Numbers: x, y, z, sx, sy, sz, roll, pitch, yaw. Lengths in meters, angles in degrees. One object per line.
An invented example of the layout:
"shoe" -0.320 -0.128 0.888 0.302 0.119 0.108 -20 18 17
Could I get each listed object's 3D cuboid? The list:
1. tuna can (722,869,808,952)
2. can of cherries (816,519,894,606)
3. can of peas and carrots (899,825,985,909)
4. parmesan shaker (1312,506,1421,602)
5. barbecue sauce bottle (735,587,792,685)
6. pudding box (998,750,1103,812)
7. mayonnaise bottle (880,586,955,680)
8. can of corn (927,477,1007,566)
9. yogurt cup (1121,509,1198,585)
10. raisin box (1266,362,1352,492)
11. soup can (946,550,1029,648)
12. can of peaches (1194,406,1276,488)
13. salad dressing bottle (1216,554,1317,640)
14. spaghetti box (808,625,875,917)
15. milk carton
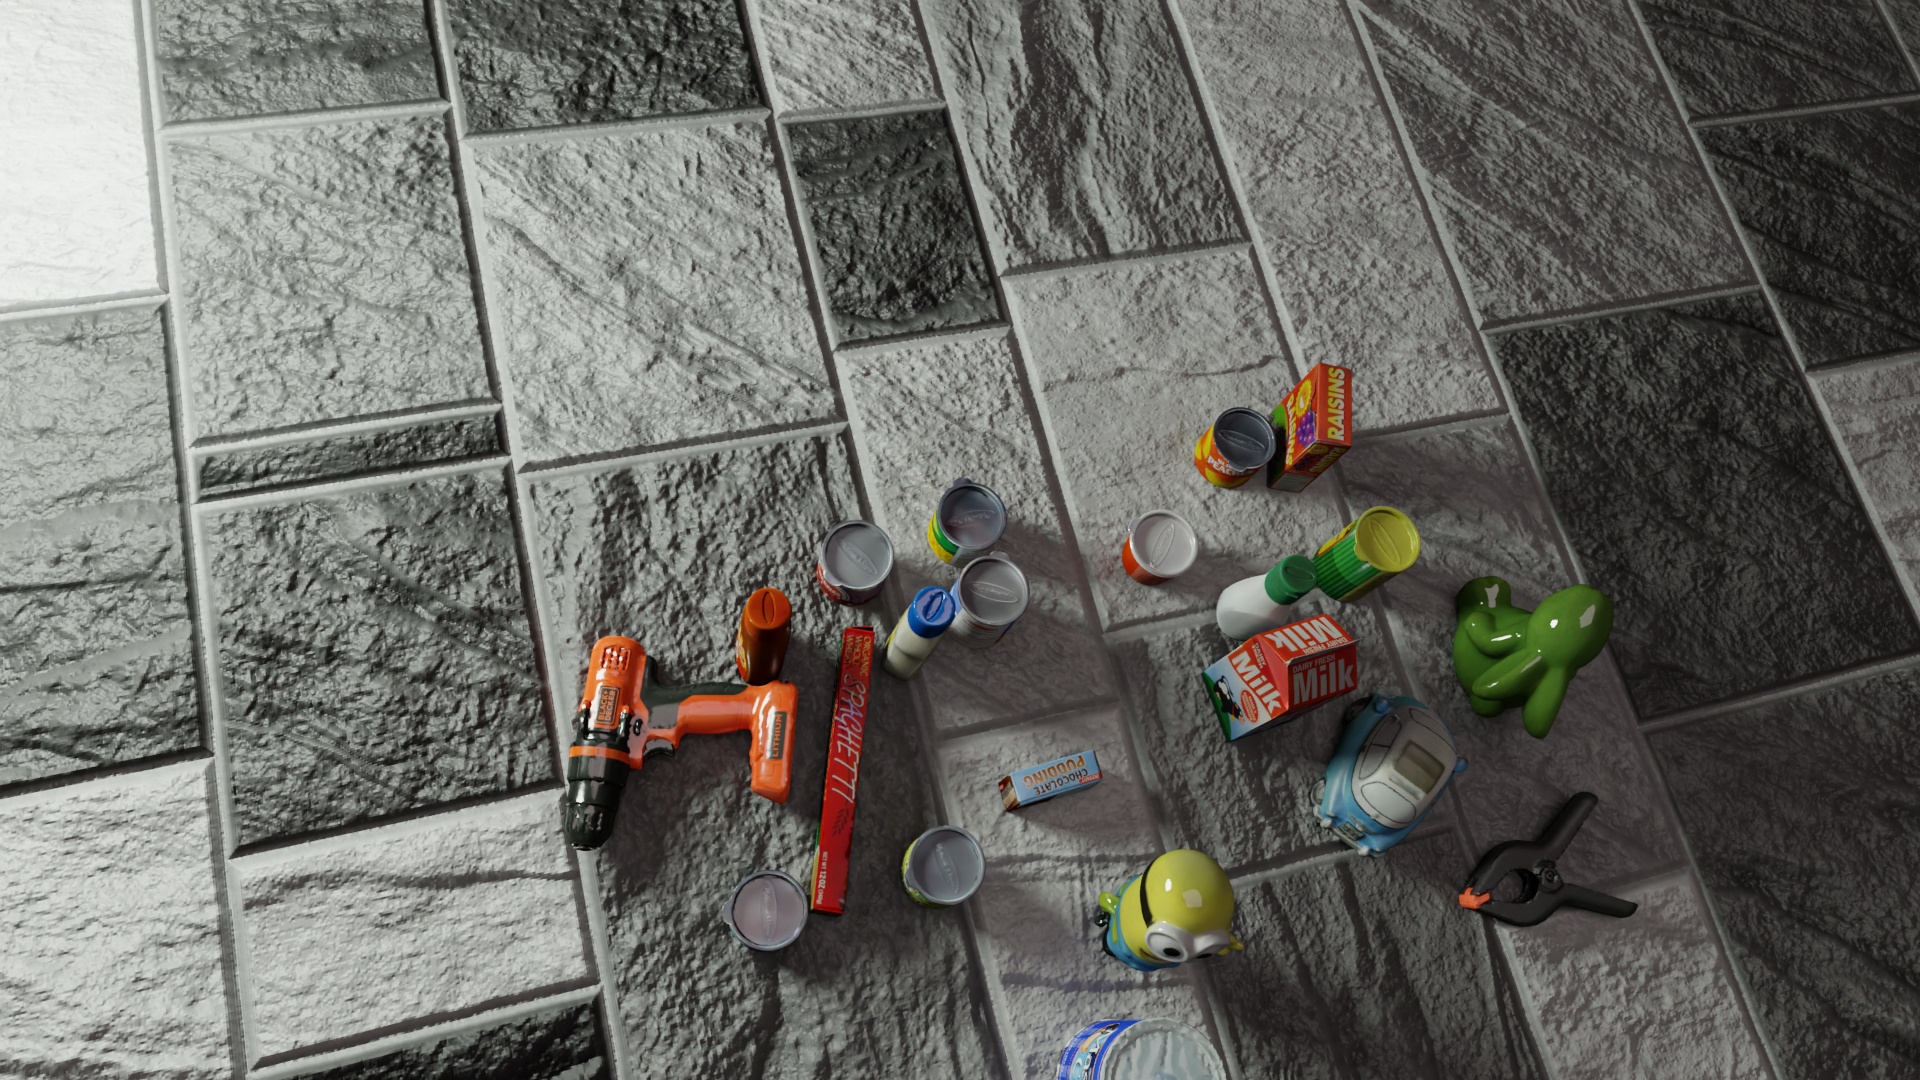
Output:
"tuna can" -0.165 0.312 1.169 0.071 0.032 0.071 4 70 -10
"can of cherries" -0.099 0.023 1.273 0.071 0.058 0.071 4 70 -10
"can of peas and carrots" -0.018 0.283 1.196 0.071 0.058 0.071 4 70 -10
"parmesan shaker" 0.391 0.016 1.353 0.071 0.102 0.071 4 70 -10
"barbecue sauce bottle" -0.168 0.079 1.190 0.044 0.148 0.065 -1 71 -12
"pudding box" 0.080 0.216 1.245 0.084 0.049 0.030 -13 74 -16
"mayonnaise bottle" -0.035 0.077 1.218 0.041 0.147 0.065 29 68 0
"can of corn" 0.005 -0.016 1.309 0.071 0.058 0.071 4 70 -10
"yogurt cup" 0.189 0.010 1.340 0.072 0.053 0.072 4 70 -10
"raisin box" 0.345 -0.110 1.378 0.040 0.123 0.086 10 69 -8
"soup can" 0.023 0.055 1.273 0.071 0.083 0.071 4 70 -10
"can of peaches" 0.274 -0.090 1.391 0.071 0.058 0.071 4 70 -10
"salad dressing bottle" 0.286 0.053 1.294 0.064 0.147 0.044 17 68 -5
"spaghetti box" -0.103 0.198 1.213 0.029 0.050 0.251 8 69 -9
"milk carton" 0.290 0.121 1.247 0.072 0.189 0.073 -15 75 -16
